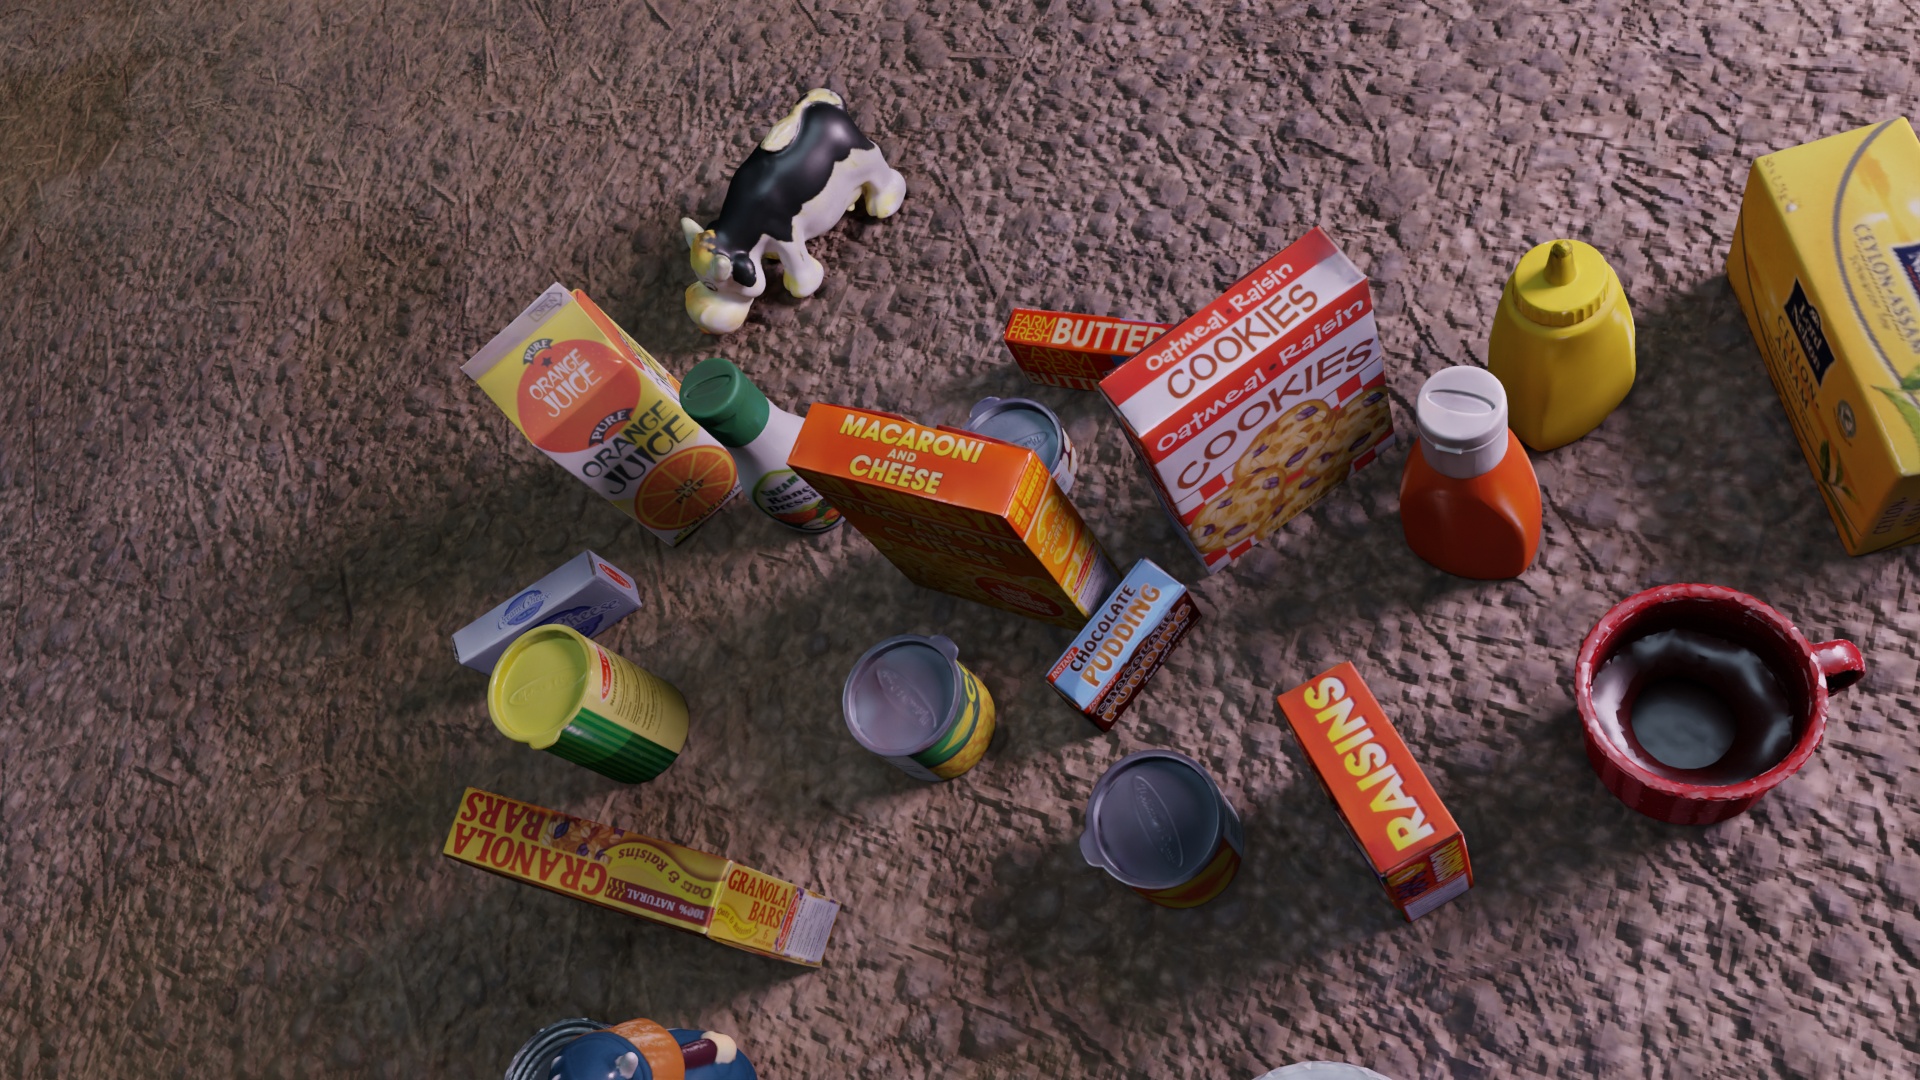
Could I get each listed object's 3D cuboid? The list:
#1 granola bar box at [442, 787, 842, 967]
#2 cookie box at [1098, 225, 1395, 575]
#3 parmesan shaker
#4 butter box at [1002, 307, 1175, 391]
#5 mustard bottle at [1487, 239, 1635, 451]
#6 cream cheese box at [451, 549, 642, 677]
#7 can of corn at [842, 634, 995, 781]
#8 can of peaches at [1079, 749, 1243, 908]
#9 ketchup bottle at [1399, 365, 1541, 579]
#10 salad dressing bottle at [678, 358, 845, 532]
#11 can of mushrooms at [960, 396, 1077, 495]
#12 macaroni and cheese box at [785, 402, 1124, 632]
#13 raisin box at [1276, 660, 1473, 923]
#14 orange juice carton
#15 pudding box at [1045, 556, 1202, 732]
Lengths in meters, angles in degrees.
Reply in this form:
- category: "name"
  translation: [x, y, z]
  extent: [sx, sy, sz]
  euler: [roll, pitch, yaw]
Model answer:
- category: "granola bar box"
  translation: [-0.163, 0.177, 0.721]
  extent: [0.165, 0.124, 0.039]
  euler: [8, 70, 25]
- category: "cookie box"
  translation: [0.146, -0.062, 0.683]
  extent: [0.123, 0.167, 0.040]
  euler: [-36, 59, 3]
- category: "parmesan shaker"
  translation: [-0.208, 0.098, 0.788]
  extent: [0.071, 0.103, 0.071]
  euler: [-9, 64, 18]
- category: "butter box"
  translation: [0.080, -0.107, 0.797]
  extent: [0.103, 0.053, 0.024]
  euler: [11, 71, 26]
- category: "mustard bottle"
  translation: [0.281, -0.099, 0.651]
  extent: [0.065, 0.160, 0.049]
  euler: [-33, 59, 5]
- category: "cream cheese box"
  translation: [-0.255, 0.050, 0.858]
  extent: [0.104, 0.053, 0.024]
  euler: [-32, 59, 6]
- category: "can of corn"
  translation: [-0.019, 0.089, 0.743]
  extent: [0.071, 0.058, 0.071]
  euler: [-9, 64, 18]
- category: "can of peaches"
  translation: [0.098, 0.141, 0.672]
  extent: [0.071, 0.058, 0.071]
  euler: [-9, 64, 18]
- category: "ketchup bottle"
  translation: [0.235, -0.029, 0.643]
  extent: [0.065, 0.148, 0.043]
  euler: [16, 74, 27]
- category: "salad dressing bottle"
  translation: [-0.108, -0.053, 0.792]
  extent: [0.064, 0.147, 0.044]
  euler: [-20, 61, 12]
- category: "can of mushrooms"
  translation: [0.031, -0.048, 0.801]
  extent: [0.071, 0.033, 0.071]
  euler: [-9, 64, 18]
- category: "macaroni and cheese box"
  translation: [0.003, -0.009, 0.717]
  extent: [0.124, 0.166, 0.040]
  euler: [14, 73, 27]
- category: "raisin box"
  translation: [0.184, 0.113, 0.612]
  extent: [0.040, 0.123, 0.086]
  euler: [-30, 59, 7]
- category: "orange juice carton"
  translation: [-0.206, -0.077, 0.817]
  extent: [0.072, 0.192, 0.073]
  euler: [-40, 59, 1]
- category: "pudding box"
  translation: [0.085, 0.055, 0.722]
  extent: [0.030, 0.049, 0.084]
  euler: [37, 84, 31]
